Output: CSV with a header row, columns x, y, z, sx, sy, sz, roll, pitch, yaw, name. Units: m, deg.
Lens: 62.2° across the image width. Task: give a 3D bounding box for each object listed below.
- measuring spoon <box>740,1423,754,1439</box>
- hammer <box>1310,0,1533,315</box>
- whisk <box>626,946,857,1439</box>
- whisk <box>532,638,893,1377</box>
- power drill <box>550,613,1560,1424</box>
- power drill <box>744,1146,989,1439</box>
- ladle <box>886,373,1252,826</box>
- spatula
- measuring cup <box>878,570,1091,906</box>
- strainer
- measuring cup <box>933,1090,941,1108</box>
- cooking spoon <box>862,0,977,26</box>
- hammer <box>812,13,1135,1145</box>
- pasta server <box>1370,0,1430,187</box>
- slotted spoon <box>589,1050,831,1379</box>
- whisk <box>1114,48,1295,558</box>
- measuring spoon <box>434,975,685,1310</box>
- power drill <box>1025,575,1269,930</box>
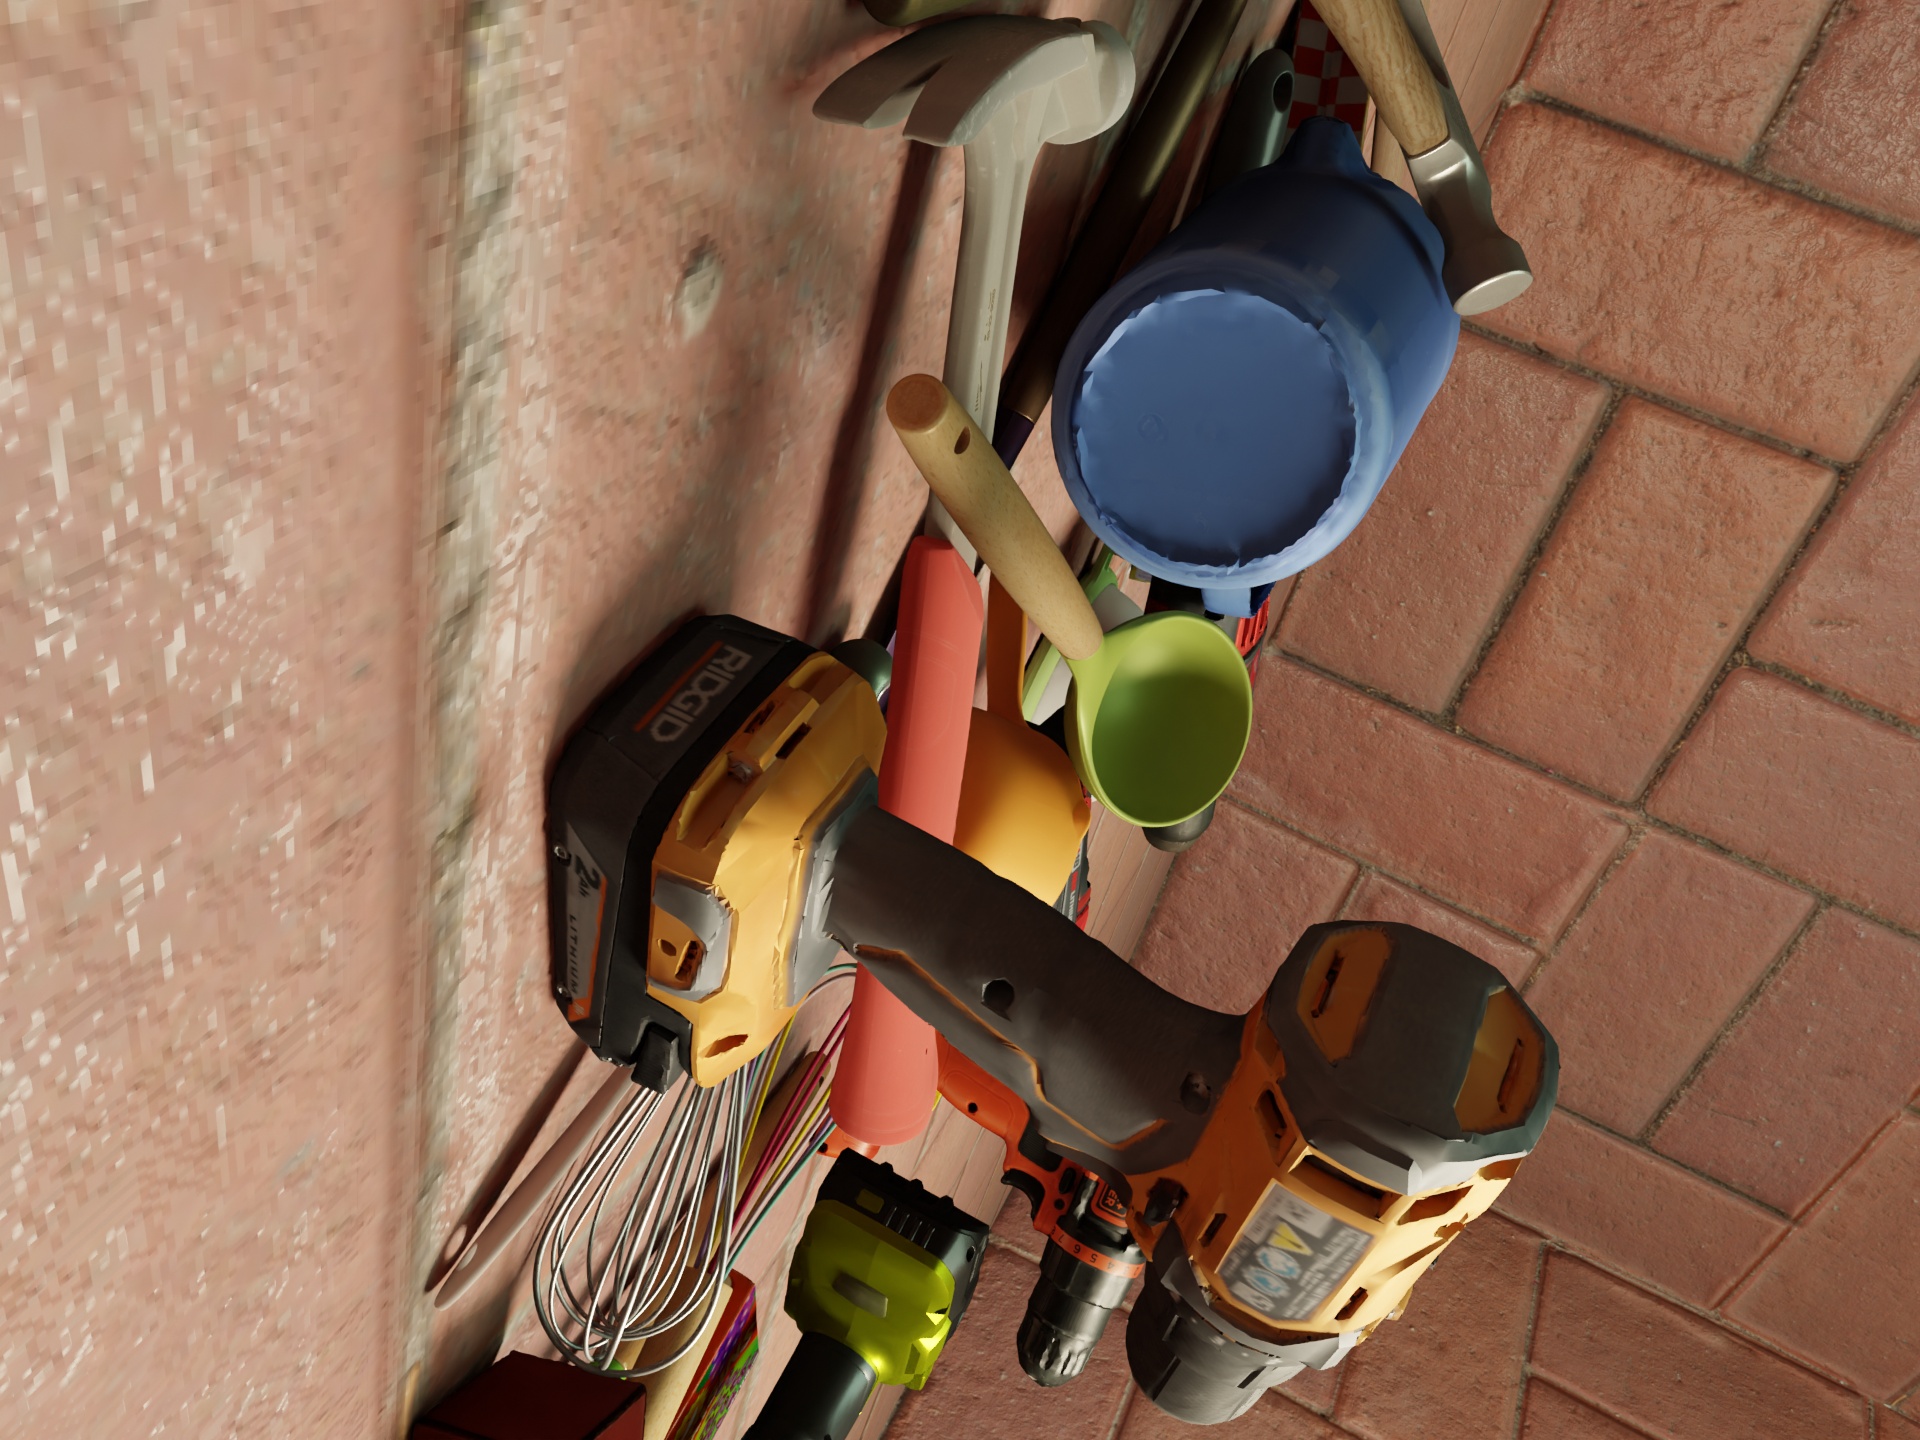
x,y,z,sx,sy,sz,roll,pitch,yaw,name
-0.131,0.431,0.823,0.129,0.021,0.042,-62,168,-15,measuring spoon
0.113,-0.229,0.478,0.331,0.031,0.130,8,63,-62,hammer
-0.085,0.194,0.610,0.047,0.051,0.245,106,8,-61,whisk
-0.072,0.089,0.504,0.058,0.059,0.246,122,-10,-88,whisk
0.010,0.089,0.408,0.084,0.226,0.185,-53,164,-42,power drill
-0.075,0.297,0.652,0.229,0.080,0.190,-55,164,-38,power drill
0.040,-0.026,0.454,0.078,0.062,0.320,-64,163,-4,ladle
0.032,-0.130,0.564,0.316,0.018,0.059,-64,173,1,spatula
-0.001,-0.002,0.606,0.052,0.095,0.174,22,63,-40,measuring cup
0.053,0.036,0.876,0.256,0.069,0.151,-62,168,-21,strainer
-0.013,0.170,1.003,0.062,0.029,0.156,-16,118,-75,measuring cup
0.051,-0.228,0.443,0.319,0.017,0.068,-50,145,-49,cooking spoon
-0.011,-0.009,0.460,0.149,0.037,0.358,-52,155,-56,hammer
0.209,-0.273,0.746,0.315,0.040,0.060,82,6,-49,pasta server
-0.124,0.234,0.623,0.314,0.031,0.070,-52,149,-53,slotted spoon
0.111,-0.184,0.733,0.055,0.055,0.238,-44,153,-59,whisk
-0.111,0.110,0.453,0.124,0.018,0.034,-53,-164,-22,measuring spoon
0.072,0.034,0.779,0.227,0.080,0.187,-40,146,-38,power drill
